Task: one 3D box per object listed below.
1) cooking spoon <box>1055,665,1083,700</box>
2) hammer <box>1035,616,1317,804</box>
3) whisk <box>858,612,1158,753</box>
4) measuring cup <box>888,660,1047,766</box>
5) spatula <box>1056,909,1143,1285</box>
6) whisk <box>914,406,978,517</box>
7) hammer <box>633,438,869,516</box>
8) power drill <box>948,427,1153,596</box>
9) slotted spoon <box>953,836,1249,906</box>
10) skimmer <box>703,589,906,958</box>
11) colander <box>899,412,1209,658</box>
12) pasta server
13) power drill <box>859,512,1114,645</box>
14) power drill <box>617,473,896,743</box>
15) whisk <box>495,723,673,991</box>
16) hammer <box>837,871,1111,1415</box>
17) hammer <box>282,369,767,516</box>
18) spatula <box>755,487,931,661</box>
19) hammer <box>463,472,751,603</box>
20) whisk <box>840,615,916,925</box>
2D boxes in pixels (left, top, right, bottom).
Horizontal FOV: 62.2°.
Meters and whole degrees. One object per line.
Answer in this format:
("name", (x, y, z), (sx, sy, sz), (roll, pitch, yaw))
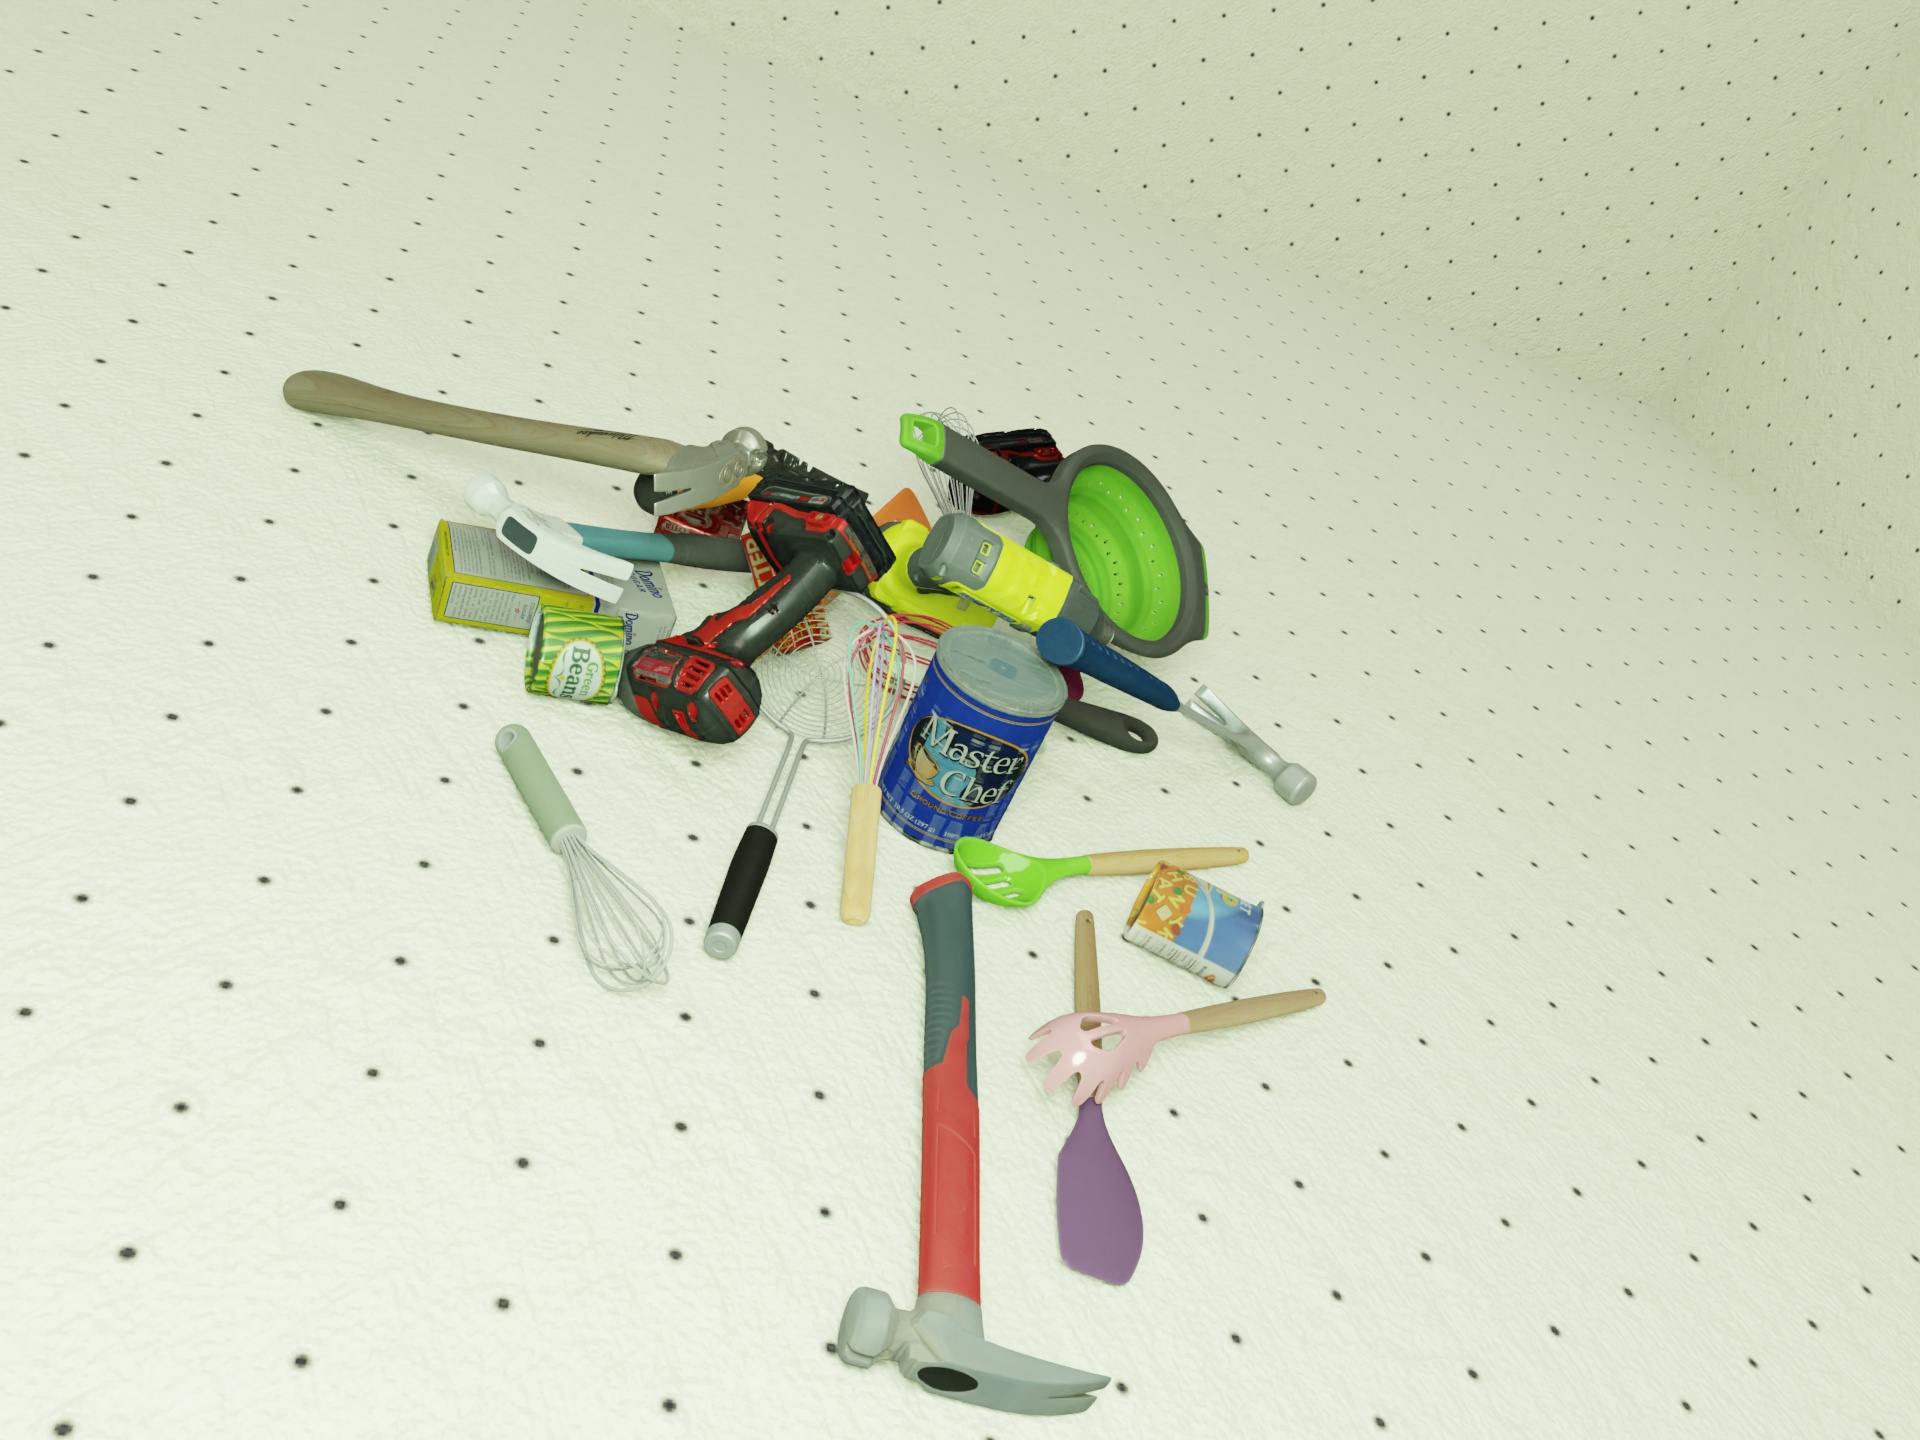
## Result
("cooking spoon", (0.118, -0.084, 1.538), (0.069, 0.017, 0.319), (28, 31, 8))
("hammer", (0.172, -0.017, 1.323), (0.144, 0.035, 0.405), (44, 12, 33))
("whisk", (0.046, -0.025, 1.362), (0.295, 0.073, 0.073), (19, 31, -22))
("measuring cup", (-0.002, -0.004, 1.272), (0.167, 0.038, 0.083), (25, 30, -35))
("spatula", (0.087, 0.232, 1.039), (0.059, 0.018, 0.316), (23, 32, -13))
("whisk", (-0.001, -0.195, 1.536), (0.070, 0.070, 0.285), (10, 52, -26))
("hammer", (-0.190, -0.204, 1.405), (0.127, 0.034, 0.337), (29, 17, 8))
("power drill", (0.068, -0.197, 1.612), (0.188, 0.080, 0.227), (-11, 48, -28))
("slotted spoon", (0.117, 0.113, 1.234), (0.313, 0.031, 0.070), (0, 40, -39))
("skimmer", (-0.120, 0.024, 1.130), (0.127, 0.090, 0.364), (21, 31, -6))
("colander", (0.068, -0.167, 1.416), (0.396, 0.094, 0.205), (22, 59, -41))
("pasta server", (0.163, 0.211, 1.100), (0.316, 0.040, 0.060), (2, 43, -48))
("power drill", (0.016, -0.109, 1.328), (0.171, 0.080, 0.223), (27, -6, -24))
("power drill", (-0.162, -0.081, 1.179), (0.143, 0.078, 0.220), (14, 57, 42))
("whisk", (-0.244, 0.080, 1.007), (0.247, 0.058, 0.059), (49, 3, 38))
("hammer", (0.008, 0.231, 0.965), (0.143, 0.038, 0.387), (20, 31, -13))
("hammer", (-0.367, -0.227, 1.254), (0.411, 0.038, 0.146), (13, 26, 18))
("spatula", (-0.108, -0.116, 1.394), (0.323, 0.041, 0.081), (-48, 120, -55))
("hammer", (-0.230, -0.138, 1.271), (0.128, 0.033, 0.331), (40, 21, 25))
("whisk", (-0.065, 0.028, 1.129), (0.051, 0.047, 0.245), (36, 47, -42))
